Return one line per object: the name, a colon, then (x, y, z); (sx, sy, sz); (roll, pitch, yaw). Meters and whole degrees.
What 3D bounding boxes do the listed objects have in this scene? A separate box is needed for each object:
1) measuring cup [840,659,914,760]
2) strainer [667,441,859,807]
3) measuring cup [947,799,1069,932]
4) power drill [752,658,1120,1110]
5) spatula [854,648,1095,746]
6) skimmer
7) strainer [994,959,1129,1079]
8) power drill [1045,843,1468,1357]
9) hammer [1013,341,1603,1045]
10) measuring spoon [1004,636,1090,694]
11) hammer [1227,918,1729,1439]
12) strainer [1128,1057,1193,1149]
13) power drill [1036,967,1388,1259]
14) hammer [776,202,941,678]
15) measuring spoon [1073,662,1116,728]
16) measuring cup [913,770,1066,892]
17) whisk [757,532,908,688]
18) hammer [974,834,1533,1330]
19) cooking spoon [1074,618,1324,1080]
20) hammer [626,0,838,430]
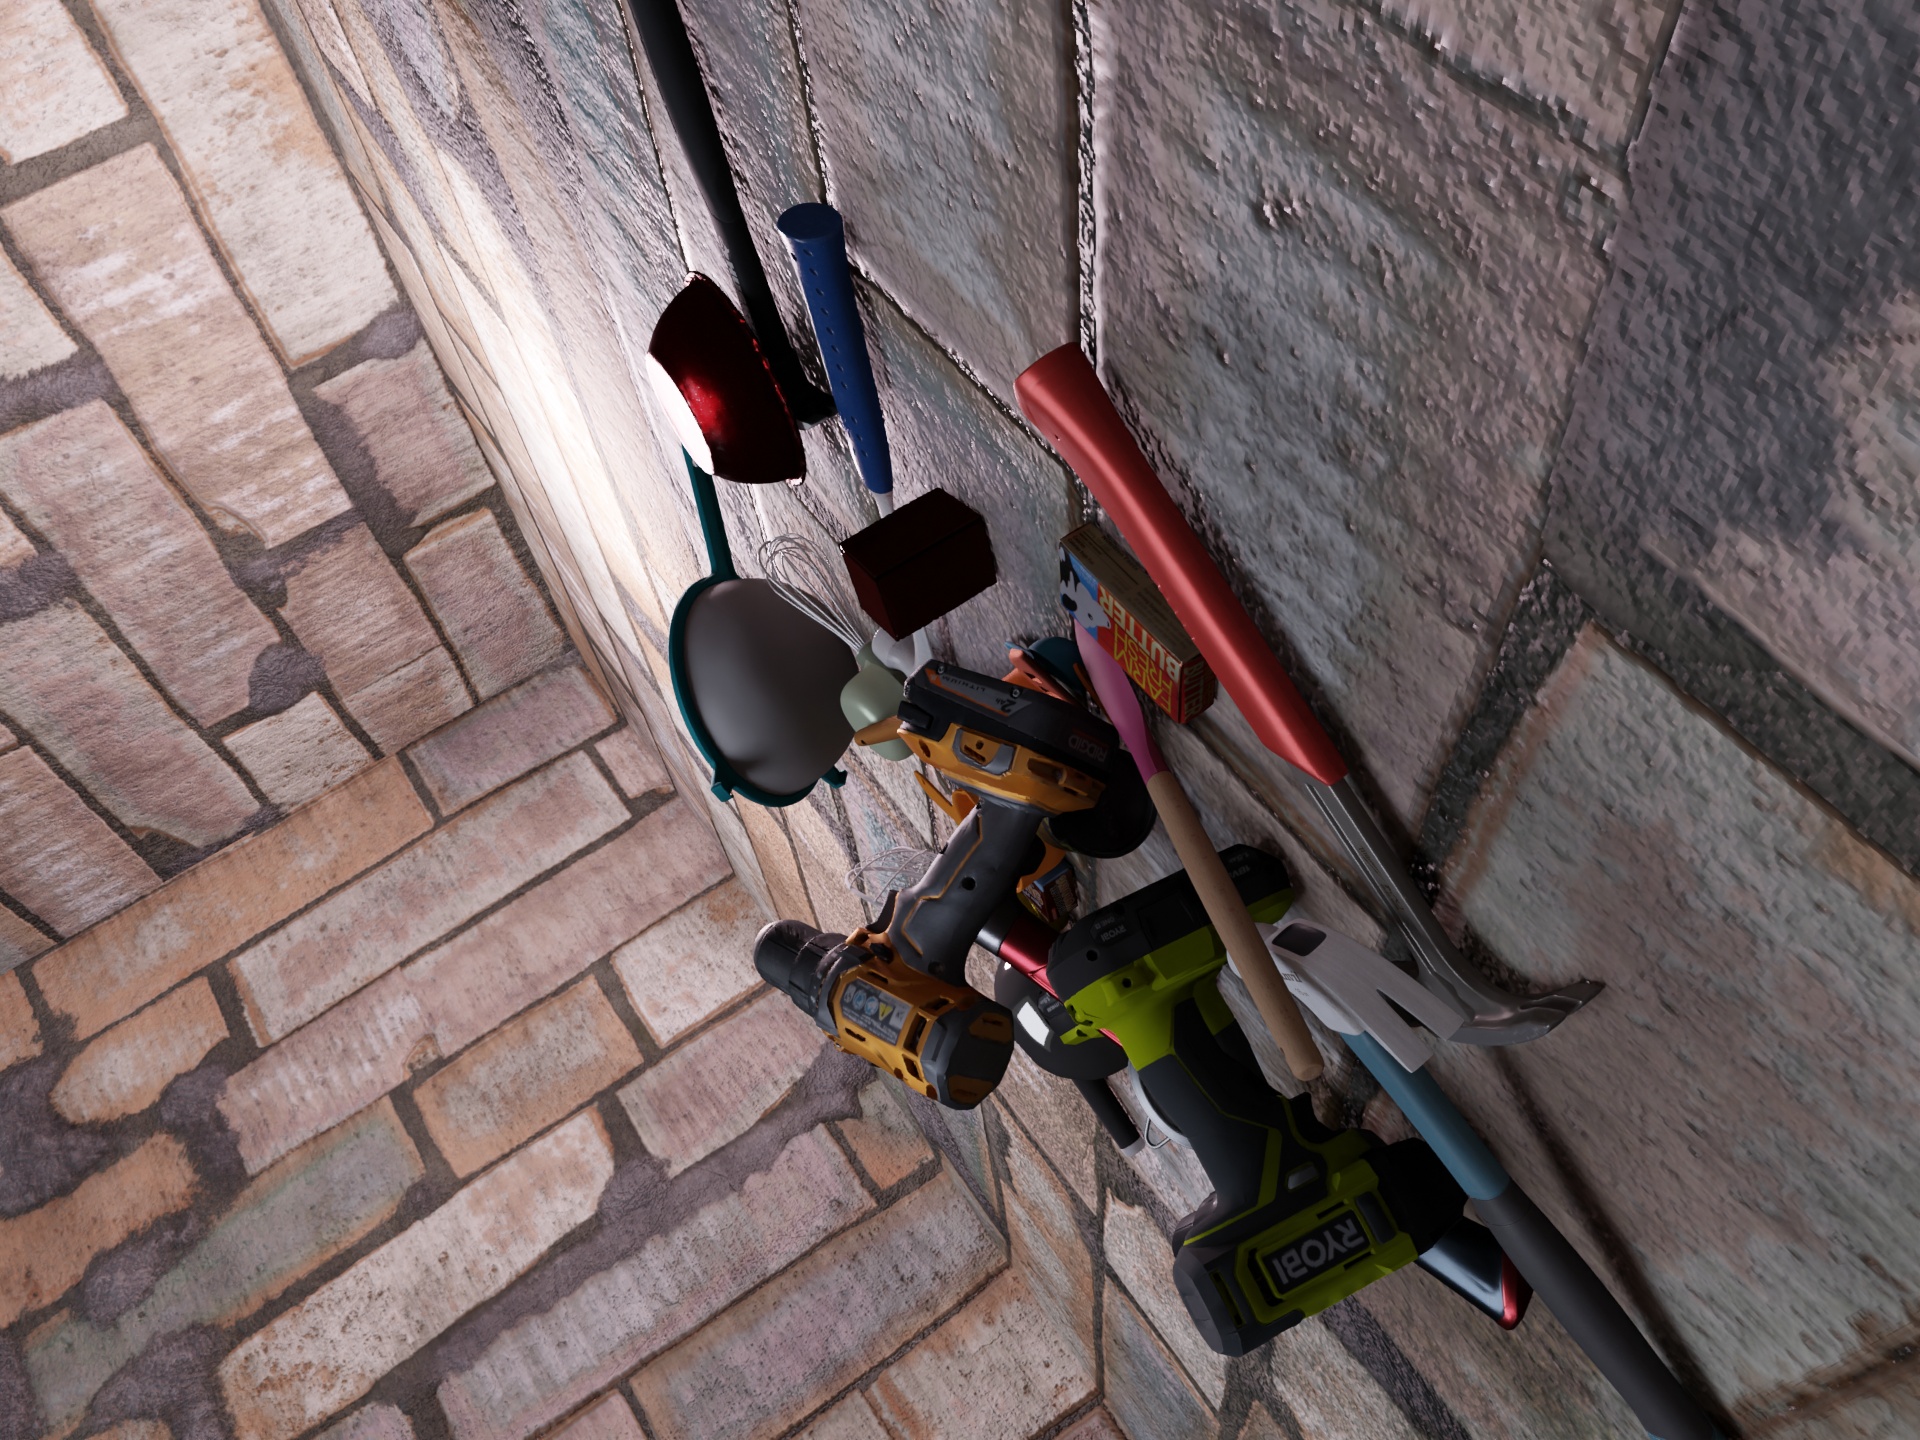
measuring cup: (-0.076, 0.000, 1.261); (0.083, 0.038, 0.167); (52, 161, -10)
strainer: (-0.164, -0.099, 1.370); (0.211, 0.095, 0.340); (-3, -104, -62)
measuring cup: (0.037, 0.113, 1.291); (0.157, 0.029, 0.062); (51, 164, 33)
power drill: (-0.023, 0.084, 0.907); (0.185, 0.226, 0.084); (18, 176, 43)
spatula: (-0.002, -0.003, 1.051); (0.081, 0.041, 0.322); (42, 154, -17)
skimmer: (0.033, 0.264, 1.477); (0.363, 0.090, 0.127); (54, -163, 4)
strainer: (0.109, 0.277, 1.261); (0.256, 0.069, 0.151); (47, 172, 14)
power drill: (0.156, 0.187, 0.828); (0.223, 0.171, 0.080); (63, 166, 15)
hammer: (0.138, -0.014, 0.707); (0.359, 0.037, 0.149); (57, 165, 2)
measuring spoon: (0.052, -0.043, 0.967); (0.042, 0.021, 0.129); (42, 178, -16)
hammer: (0.254, 0.227, 0.744); (0.331, 0.033, 0.128); (51, 166, -5)
strainer: (0.159, 0.230, 1.114); (0.087, 0.050, 0.258); (42, 153, 29)
power drill: (0.150, 0.241, 0.996); (0.228, 0.080, 0.190); (56, 140, 10)
hammer: (-0.047, -0.144, 1.032); (0.144, 0.035, 0.405); (46, 161, 38)
measuring spoon: (0.096, 0.016, 0.908); (0.117, 0.011, 0.021); (54, -163, -8)
measuring cup: (0.020, 0.061, 1.196); (0.174, 0.052, 0.095); (38, 155, 56)
whisk: (-0.081, -0.062, 1.282); (0.246, 0.059, 0.057); (48, 135, 19)
hammer: (0.141, 0.220, 0.907); (0.386, 0.143, 0.038); (35, -159, 20)
cooking spoon: (0.108, 0.048, 0.791); (0.319, 0.017, 0.068); (-112, -1, -46)
hammer: (-0.149, -0.330, 0.992); (0.146, 0.035, 0.334); (44, 159, 44)
